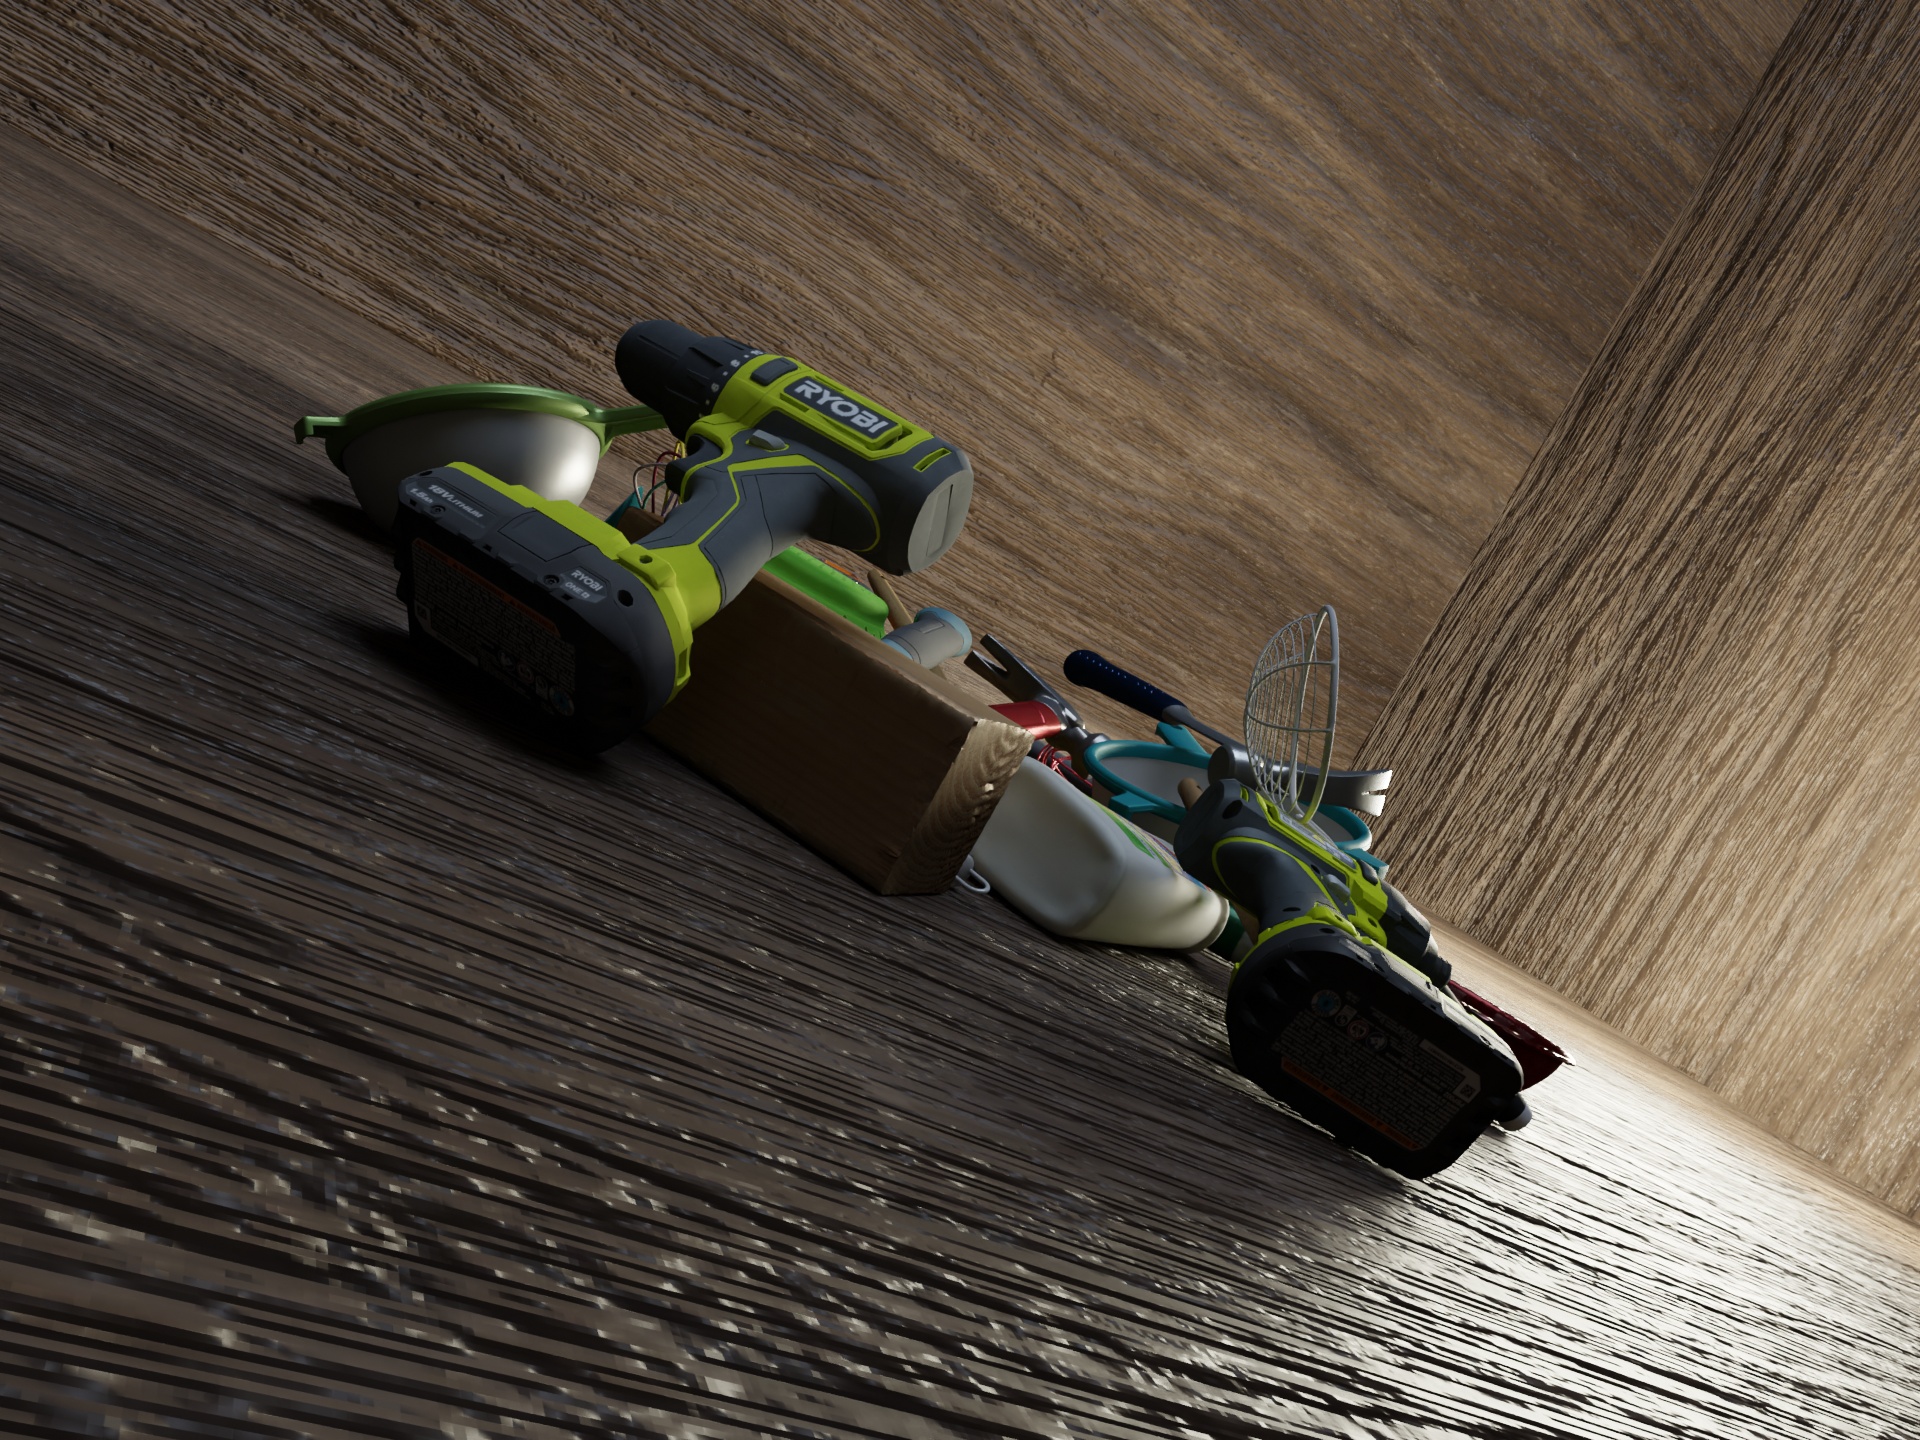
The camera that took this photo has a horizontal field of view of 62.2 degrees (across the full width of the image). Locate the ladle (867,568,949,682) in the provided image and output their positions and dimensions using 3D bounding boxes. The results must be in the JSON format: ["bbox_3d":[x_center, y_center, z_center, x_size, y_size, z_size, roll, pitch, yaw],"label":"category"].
[{"bbox_3d":[-0.017,-0.029,1.246,0.069,0.031,0.316,29,21,-41],"label":"ladle"}]

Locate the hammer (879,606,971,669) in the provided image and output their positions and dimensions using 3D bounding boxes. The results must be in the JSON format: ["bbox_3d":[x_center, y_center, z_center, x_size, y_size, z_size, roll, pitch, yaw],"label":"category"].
[{"bbox_3d":[-0.039,-0.041,0.980,0.128,0.033,0.331,38,13,3],"label":"hammer"}]

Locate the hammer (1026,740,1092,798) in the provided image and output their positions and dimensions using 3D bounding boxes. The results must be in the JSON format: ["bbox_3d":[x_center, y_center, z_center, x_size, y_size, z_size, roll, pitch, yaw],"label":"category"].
[{"bbox_3d":[0.006,-0.009,1.590,0.409,0.036,0.149,32,4,20],"label":"hammer"}]

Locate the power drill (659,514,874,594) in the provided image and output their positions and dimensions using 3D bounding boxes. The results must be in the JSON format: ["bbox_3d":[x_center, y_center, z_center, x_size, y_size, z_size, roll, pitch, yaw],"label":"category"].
[{"bbox_3d":[-0.188,-0.132,1.458,0.164,0.084,0.227,26,2,-31],"label":"power drill"}]

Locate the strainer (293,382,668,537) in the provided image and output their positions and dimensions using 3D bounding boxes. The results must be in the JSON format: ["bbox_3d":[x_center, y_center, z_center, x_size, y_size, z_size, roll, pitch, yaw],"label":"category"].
[{"bbox_3d":[-0.210,-0.132,0.860,0.256,0.069,0.151,-8,-8,4],"label":"strainer"}]

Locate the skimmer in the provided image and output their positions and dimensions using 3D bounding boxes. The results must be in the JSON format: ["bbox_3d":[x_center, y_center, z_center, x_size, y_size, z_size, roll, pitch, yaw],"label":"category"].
[{"bbox_3d":[0.278,0.100,0.965,0.363,0.090,0.127,54,17,-14],"label":"skimmer"}]

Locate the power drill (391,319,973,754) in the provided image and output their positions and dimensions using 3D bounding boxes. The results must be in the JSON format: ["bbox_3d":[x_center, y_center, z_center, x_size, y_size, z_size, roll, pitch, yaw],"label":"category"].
[{"bbox_3d":[-0.130,-0.098,0.695,0.191,0.080,0.228,31,45,19],"label":"power drill"}]

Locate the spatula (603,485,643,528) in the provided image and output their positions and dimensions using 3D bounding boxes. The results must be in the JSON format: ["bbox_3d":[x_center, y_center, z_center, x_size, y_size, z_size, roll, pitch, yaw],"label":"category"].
[{"bbox_3d":[-0.292,-0.148,1.172,0.044,0.082,0.318,45,-9,-30],"label":"spatula"}]

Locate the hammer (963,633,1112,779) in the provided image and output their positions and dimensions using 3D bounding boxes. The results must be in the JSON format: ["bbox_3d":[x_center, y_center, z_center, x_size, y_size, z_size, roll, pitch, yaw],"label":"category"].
[{"bbox_3d":[-0.002,-0.004,1.103,0.143,0.038,0.386,43,16,14],"label":"hammer"}]

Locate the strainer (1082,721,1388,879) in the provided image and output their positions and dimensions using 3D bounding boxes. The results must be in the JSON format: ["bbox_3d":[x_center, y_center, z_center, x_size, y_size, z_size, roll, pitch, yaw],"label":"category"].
[{"bbox_3d":[0.177,0.077,1.208,0.211,0.095,0.340,14,11,-5],"label":"strainer"}]

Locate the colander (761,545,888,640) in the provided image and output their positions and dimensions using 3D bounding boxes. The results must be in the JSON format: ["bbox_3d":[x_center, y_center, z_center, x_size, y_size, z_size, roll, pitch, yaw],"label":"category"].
[{"bbox_3d":[-0.150,-0.078,1.022,0.205,0.094,0.396,32,5,25],"label":"colander"}]

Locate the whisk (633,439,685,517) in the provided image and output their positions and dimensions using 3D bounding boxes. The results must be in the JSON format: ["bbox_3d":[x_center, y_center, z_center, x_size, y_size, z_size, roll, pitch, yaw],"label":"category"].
[{"bbox_3d":[-0.201,-0.129,1.070,0.047,0.051,0.245,62,-21,3],"label":"whisk"}]

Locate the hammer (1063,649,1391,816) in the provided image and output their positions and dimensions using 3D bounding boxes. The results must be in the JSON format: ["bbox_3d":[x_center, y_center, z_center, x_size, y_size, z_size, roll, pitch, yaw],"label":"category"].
[{"bbox_3d":[0.180,0.000,1.248,0.144,0.035,0.406,10,10,-20],"label":"hammer"}]

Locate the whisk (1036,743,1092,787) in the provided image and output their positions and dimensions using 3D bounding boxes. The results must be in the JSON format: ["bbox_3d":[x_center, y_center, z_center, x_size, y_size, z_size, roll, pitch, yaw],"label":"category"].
[{"bbox_3d":[0.186,0.109,1.302,0.296,0.073,0.073,36,6,10],"label":"whisk"}]

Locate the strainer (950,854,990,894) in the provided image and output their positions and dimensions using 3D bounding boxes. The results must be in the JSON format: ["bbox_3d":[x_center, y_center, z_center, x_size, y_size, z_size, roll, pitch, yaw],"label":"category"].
[{"bbox_3d":[-0.069,0.019,0.849,0.086,0.050,0.259,0,30,-48],"label":"strainer"}]

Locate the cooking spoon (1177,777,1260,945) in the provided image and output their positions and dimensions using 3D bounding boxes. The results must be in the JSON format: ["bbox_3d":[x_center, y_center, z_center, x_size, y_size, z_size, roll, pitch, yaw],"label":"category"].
[{"bbox_3d":[0.173,0.120,0.916,0.068,0.017,0.319,32,20,-24],"label":"cooking spoon"}]

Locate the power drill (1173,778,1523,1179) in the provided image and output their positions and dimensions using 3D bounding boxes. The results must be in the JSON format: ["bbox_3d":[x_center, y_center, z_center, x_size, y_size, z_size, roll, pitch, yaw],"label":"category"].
[{"bbox_3d":[0.197,0.124,0.809,0.171,0.080,0.223,33,17,-7],"label":"power drill"}]
